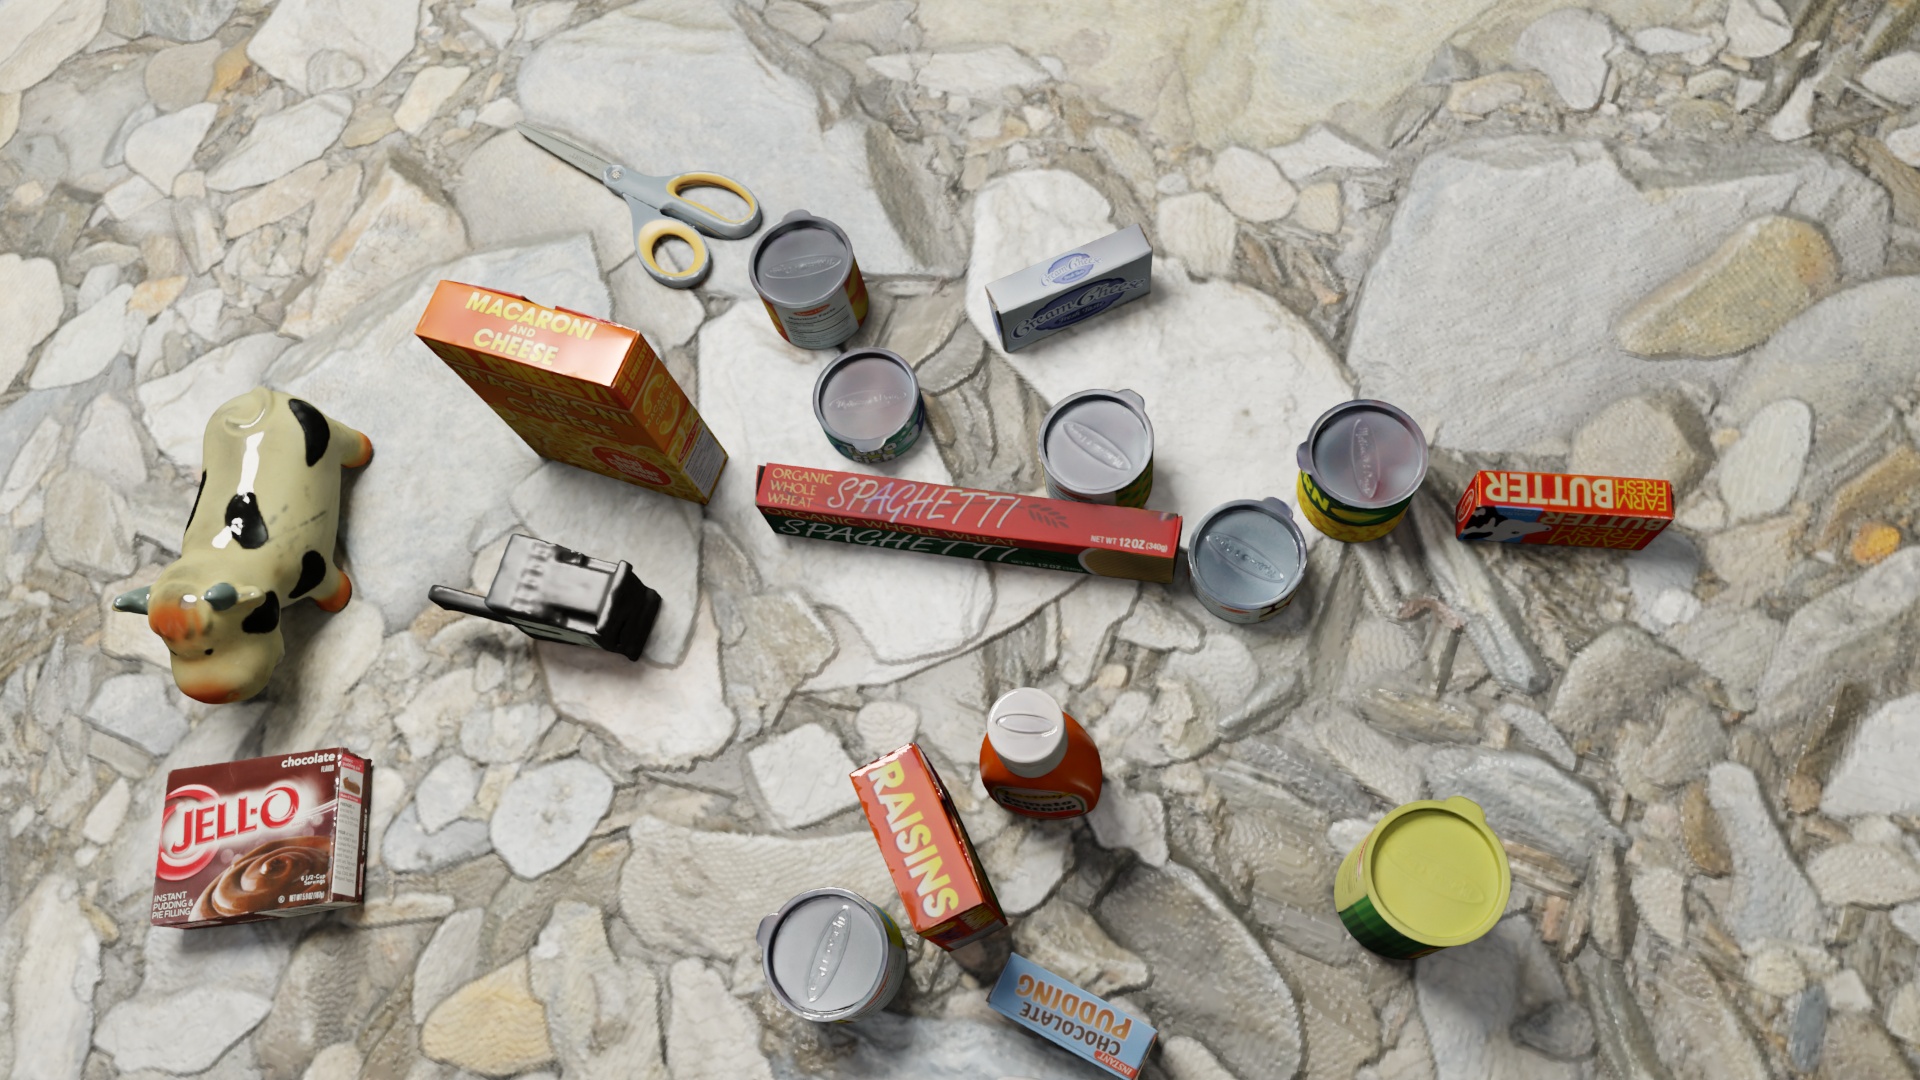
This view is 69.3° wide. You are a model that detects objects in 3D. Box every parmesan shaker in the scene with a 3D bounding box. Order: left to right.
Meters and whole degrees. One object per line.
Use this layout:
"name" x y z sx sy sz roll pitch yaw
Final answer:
"parmesan shaker" 0.227 0.168 0.688 0.071 0.102 0.071 -2 69 7

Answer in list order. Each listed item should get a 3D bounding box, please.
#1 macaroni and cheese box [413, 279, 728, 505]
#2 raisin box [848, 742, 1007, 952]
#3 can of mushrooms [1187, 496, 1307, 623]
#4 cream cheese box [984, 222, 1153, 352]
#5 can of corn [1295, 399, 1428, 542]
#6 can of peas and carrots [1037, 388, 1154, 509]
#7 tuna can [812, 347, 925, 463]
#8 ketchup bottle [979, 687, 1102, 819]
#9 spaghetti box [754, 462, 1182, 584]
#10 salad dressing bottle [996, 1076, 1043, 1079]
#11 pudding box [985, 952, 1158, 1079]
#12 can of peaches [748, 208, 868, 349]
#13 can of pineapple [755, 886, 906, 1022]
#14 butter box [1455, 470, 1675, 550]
"macaroni and cheese box" -0.219 -0.083 0.808 0.124 0.166 0.040 16 72 13
"raisin box" -0.014 0.160 0.711 0.040 0.123 0.086 -25 68 -2
"can of mushrooms" 0.164 0.011 0.794 0.071 0.033 0.071 -2 69 6
"cream cheese box" 0.068 -0.156 0.860 0.104 0.053 0.024 -23 68 -2
"can of corn" 0.225 -0.038 0.792 0.071 0.058 0.071 -2 69 6
"can of peas and carrots" 0.082 -0.049 0.814 0.071 0.058 0.071 -2 69 6
"tuna can" -0.056 -0.081 0.858 0.071 0.032 0.071 -2 69 6
"ketchup bottle" 0.039 0.109 0.710 0.065 0.148 0.044 3 70 9
"spaghetti box" 0.003 -0.010 0.814 0.250 0.050 0.029 7 71 10
"salad dressing bottle" 0.035 0.277 0.646 0.064 0.147 0.044 26 75 16
"pudding box" 0.057 0.244 0.709 0.084 0.049 0.030 24 74 15
"can of peaches" -0.095 -0.165 0.882 0.071 0.058 0.071 -2 69 6
"can of pineapple" -0.066 0.218 0.731 0.071 0.057 0.071 -2 69 6
"butter box" 0.334 -0.017 0.772 0.103 0.053 0.024 4 70 9
